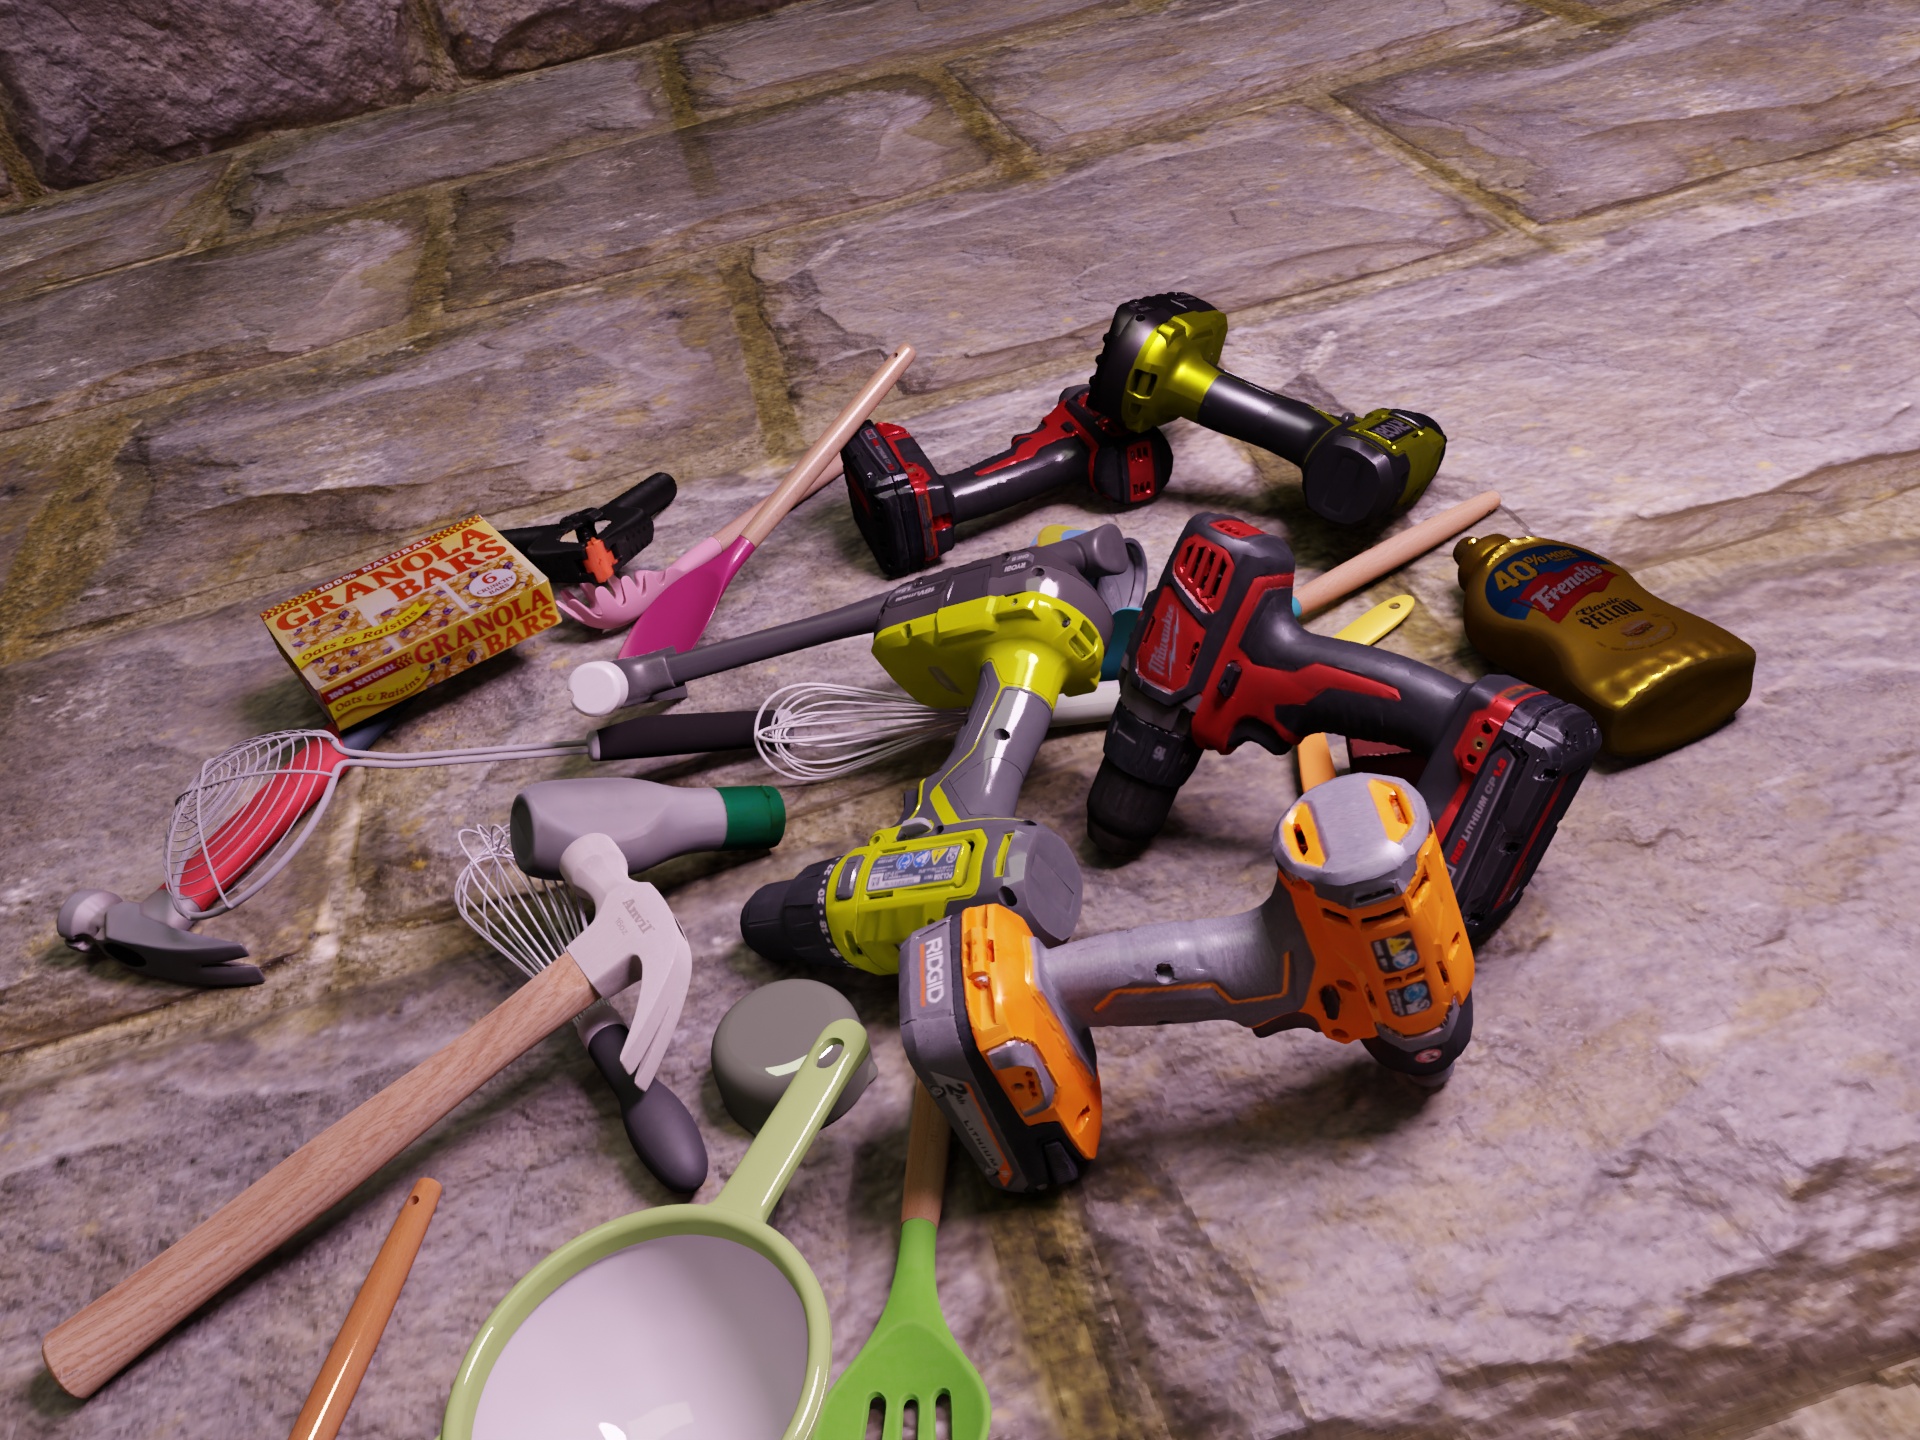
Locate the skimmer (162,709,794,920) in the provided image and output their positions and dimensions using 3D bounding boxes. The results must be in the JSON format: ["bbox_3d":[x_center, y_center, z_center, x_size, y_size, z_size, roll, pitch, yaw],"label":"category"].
[{"bbox_3d":[-0.280,0.044,0.950,0.363,0.090,0.127,-5,35,-18],"label":"skimmer"}]

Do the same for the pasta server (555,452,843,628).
[{"bbox_3d":[-0.168,-0.152,1.197,0.060,0.040,0.316,2,34,49],"label":"pasta server"}]

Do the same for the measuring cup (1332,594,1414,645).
[{"bbox_3d":[0.213,-0.045,0.946,0.156,0.029,0.062,-33,41,-20],"label":"measuring cup"}]

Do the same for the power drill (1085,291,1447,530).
[{"bbox_3d":[0.214,-0.210,1.079,0.223,0.080,0.171,31,32,21],"label":"power drill"}]

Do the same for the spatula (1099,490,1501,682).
[{"bbox_3d":[0.219,-0.090,0.989,0.317,0.082,0.044,-27,67,-24],"label":"spatula"}]

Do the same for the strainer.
[{"bbox_3d":[-0.094,0.235,0.645,0.151,0.069,0.256,5,40,26],"label":"strainer"}]

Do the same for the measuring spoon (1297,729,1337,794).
[{"bbox_3d":[0.195,0.019,0.867,0.021,0.011,0.117,7,49,-8],"label":"measuring spoon"}]

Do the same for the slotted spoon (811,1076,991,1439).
[{"bbox_3d":[-0.013,0.202,0.700,0.070,0.031,0.314,-6,36,10],"label":"slotted spoon"}]

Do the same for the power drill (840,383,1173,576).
[{"bbox_3d":[0.030,-0.189,1.157,0.219,0.078,0.143,-16,37,-9],"label":"power drill"}]

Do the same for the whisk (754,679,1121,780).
[{"bbox_3d":[-0.002,-0.003,0.948,0.246,0.059,0.058,-6,3,2],"label":"whisk"}]

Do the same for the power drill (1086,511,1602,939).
[{"bbox_3d":[0.171,0.022,0.787,0.227,0.187,0.080,32,23,28],"label":"power drill"}]

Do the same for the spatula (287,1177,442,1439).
[{"bbox_3d":[-0.275,0.312,0.624,0.081,0.041,0.323,-4,37,13],"label":"spatula"}]

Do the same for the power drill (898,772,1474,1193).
[{"bbox_3d":[0.105,0.124,0.679,0.226,0.164,0.084,-20,36,12],"label":"power drill"}]

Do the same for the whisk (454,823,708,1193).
[{"bbox_3d":[-0.195,0.140,0.818,0.070,0.070,0.285,-28,44,-19],"label":"whisk"}]

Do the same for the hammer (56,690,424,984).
[{"bbox_3d":[-0.396,0.018,1.045,0.143,0.038,0.386,7,41,23],"label":"hammer"}]

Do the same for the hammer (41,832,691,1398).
[{"bbox_3d":[-0.269,0.192,0.741,0.331,0.031,0.130,-38,51,-14],"label":"hammer"}]

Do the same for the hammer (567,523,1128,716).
[{"bbox_3d":[-0.061,-0.062,0.970,0.335,0.035,0.146,-15,3,5],"label":"hammer"}]

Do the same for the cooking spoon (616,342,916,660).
[{"bbox_3d":[-0.132,-0.143,1.105,0.069,0.017,0.319,27,75,43],"label":"cooking spoon"}]

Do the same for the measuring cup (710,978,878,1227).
[{"bbox_3d":[-0.090,0.186,0.732,0.083,0.038,0.168,-3,36,13],"label":"measuring cup"}]

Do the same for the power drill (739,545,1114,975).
[{"bbox_3d":[-0.015,0.029,0.837,0.190,0.080,0.229,-12,47,35],"label":"power drill"}]
